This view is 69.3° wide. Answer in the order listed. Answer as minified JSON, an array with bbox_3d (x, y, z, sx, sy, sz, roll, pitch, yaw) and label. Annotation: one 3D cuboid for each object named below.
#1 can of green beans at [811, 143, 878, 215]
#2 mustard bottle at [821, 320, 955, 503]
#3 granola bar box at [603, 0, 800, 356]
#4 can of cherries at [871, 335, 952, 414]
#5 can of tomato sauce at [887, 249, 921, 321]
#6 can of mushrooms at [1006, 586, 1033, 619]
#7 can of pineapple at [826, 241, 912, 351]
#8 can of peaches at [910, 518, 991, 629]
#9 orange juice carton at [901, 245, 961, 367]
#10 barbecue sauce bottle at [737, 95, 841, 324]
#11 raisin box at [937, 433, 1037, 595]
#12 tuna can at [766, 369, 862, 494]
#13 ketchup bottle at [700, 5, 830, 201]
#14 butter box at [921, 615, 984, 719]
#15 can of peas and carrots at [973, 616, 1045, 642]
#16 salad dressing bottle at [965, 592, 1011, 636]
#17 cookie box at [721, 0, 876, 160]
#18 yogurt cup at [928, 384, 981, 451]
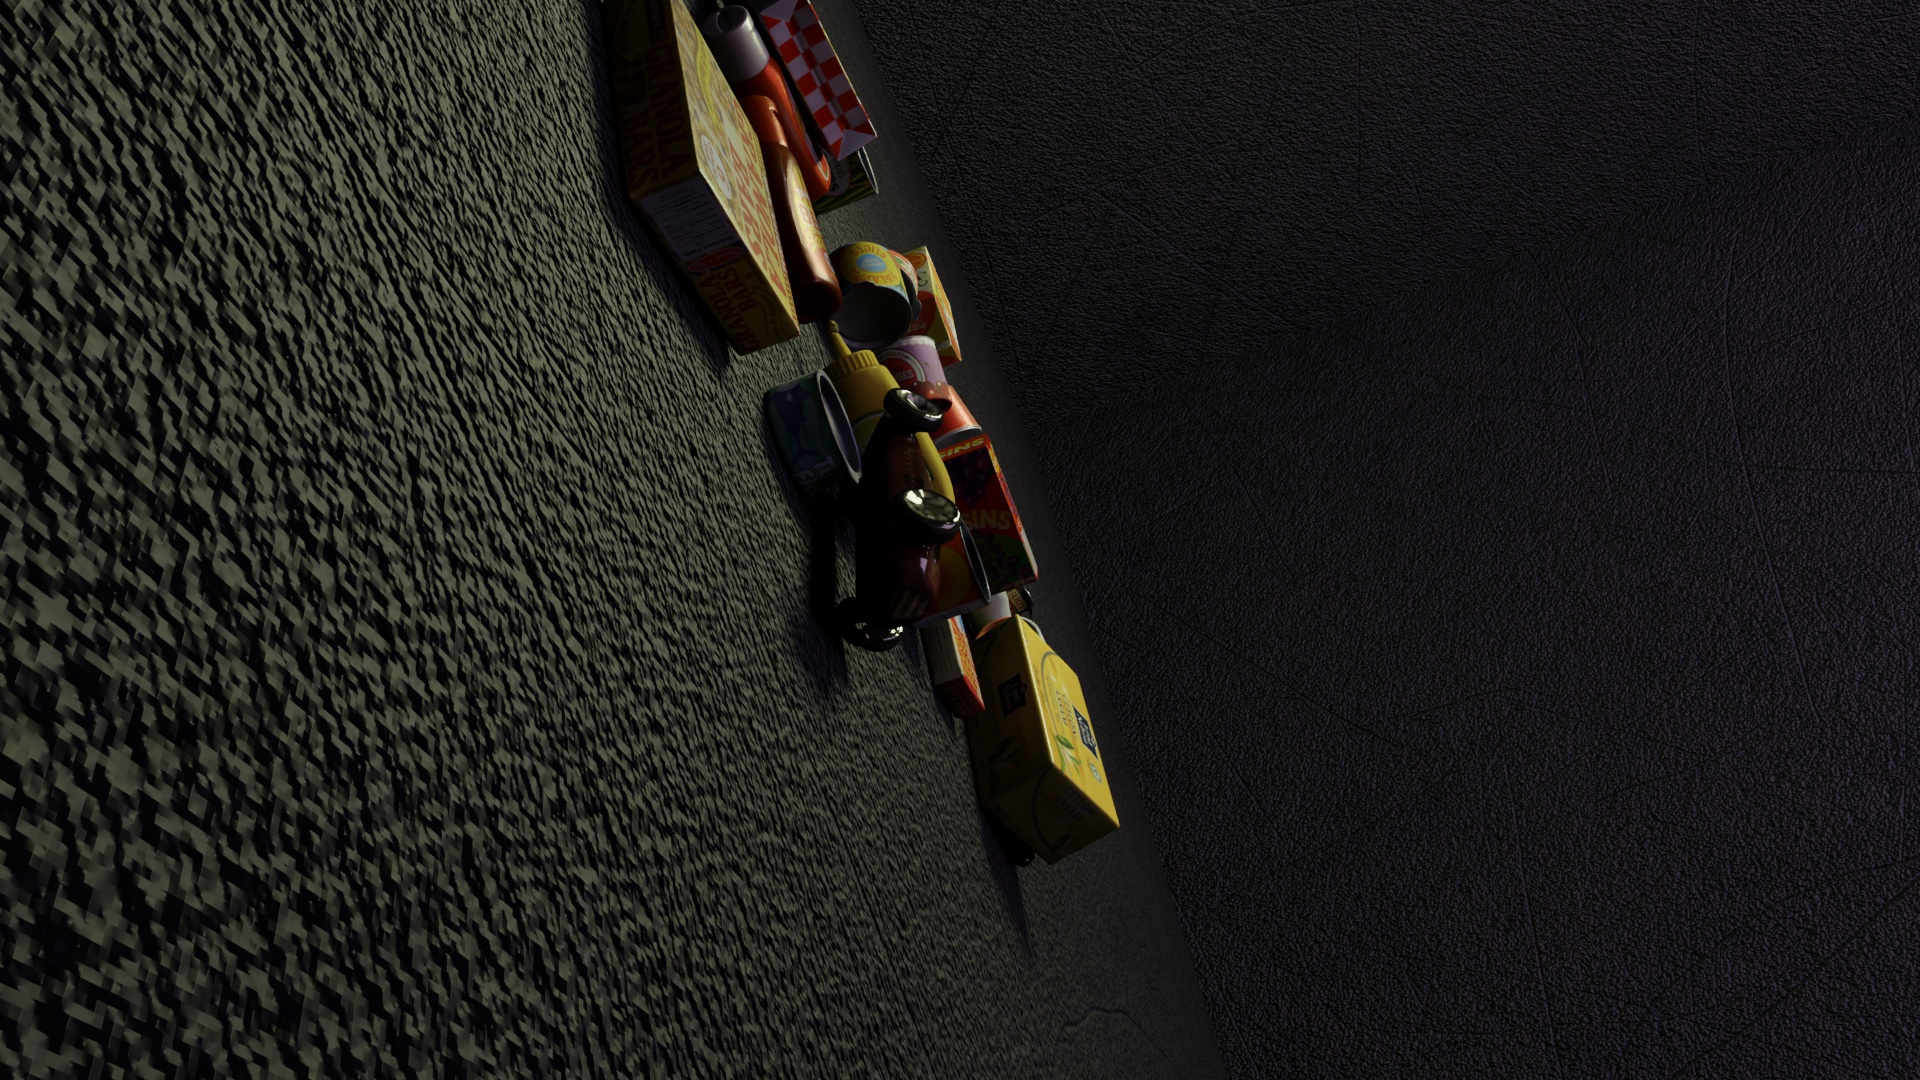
[{"bbox_3d":[-0.112,-0.329,1.232,0.071,0.058,0.071,-22,93,-84],"label":"can of green beans"},{"bbox_3d":[-0.058,-0.074,0.923,0.049,0.065,0.160,58,7,-86],"label":"mustard bottle"},{"bbox_3d":[-0.136,-0.196,0.725,0.123,0.039,0.166,60,12,-55],"label":"granola bar box"},{"bbox_3d":[-0.046,-0.131,1.159,0.071,0.071,0.058,45,28,-76],"label":"can of cherries"},{"bbox_3d":[-0.068,-0.215,1.202,0.083,0.071,0.071,-92,161,-72],"label":"can of tomato sauce"},{"bbox_3d":[0.038,0.055,1.331,0.071,0.033,0.070,49,-24,31],"label":"can of mushrooms"},{"bbox_3d":[-0.075,-0.193,1.088,0.070,0.071,0.058,63,9,-50],"label":"can of pineapple"},{"bbox_3d":[-0.017,0.022,0.984,0.071,0.058,0.071,-22,92,-83],"label":"can of peaches"},{"bbox_3d":[-0.048,-0.214,1.356,0.193,0.072,0.072,-99,167,-59],"label":"orange juice carton"},{"bbox_3d":[-0.119,-0.218,0.907,0.065,0.043,0.149,46,25,-73],"label":"barbecue sauce bottle"},{"bbox_3d":[0.004,-0.014,1.137,0.040,0.086,0.123,-85,155,-72],"label":"raisin box"},{"bbox_3d":[-0.082,-0.059,0.788,0.071,0.033,0.071,-22,93,-83],"label":"tuna can"},{"bbox_3d":[-0.142,-0.317,1.013,0.148,0.043,0.065,61,6,-52],"label":"ketchup bottle"},{"bbox_3d":[-0.010,0.076,1.026,0.053,0.024,0.104,62,11,-51],"label":"butter box"},{"bbox_3d":[0.047,0.111,1.224,0.071,0.071,0.058,-103,171,-45],"label":"can of peas and carrots"},{"bbox_3d":[0.022,0.056,1.267,0.064,0.044,0.147,-112,-179,-66],"label":"salad dressing bottle"},{"bbox_3d":[-0.130,-0.376,1.069,0.122,0.040,0.168,60,-4,-37],"label":"cookie box"},{"bbox_3d":[-0.021,-0.113,1.329,0.054,0.072,0.072,64,5,12],"label":"yogurt cup"}]
